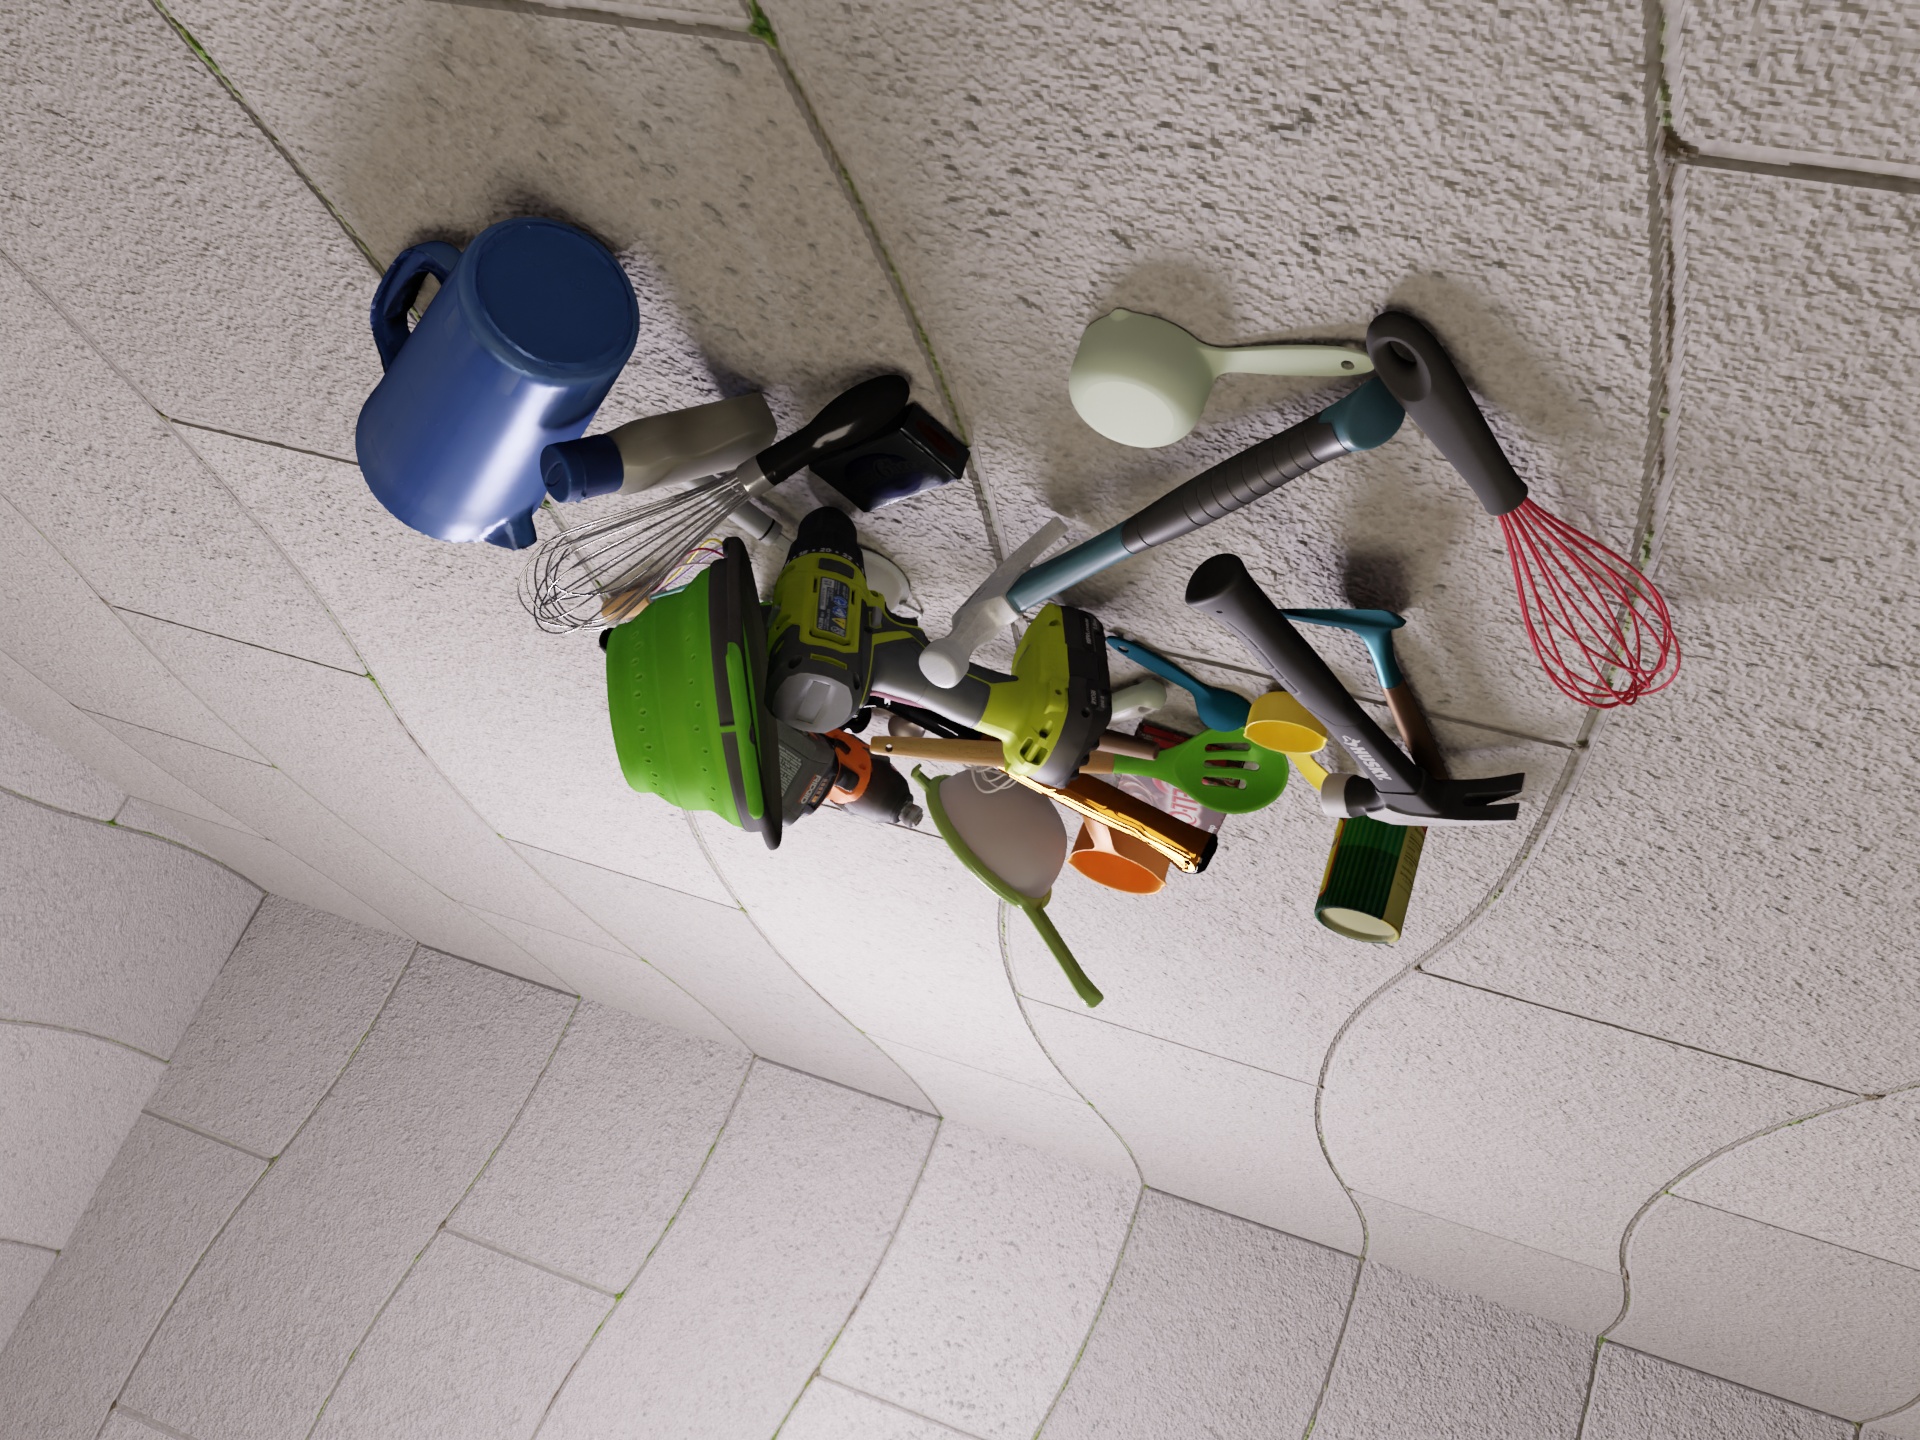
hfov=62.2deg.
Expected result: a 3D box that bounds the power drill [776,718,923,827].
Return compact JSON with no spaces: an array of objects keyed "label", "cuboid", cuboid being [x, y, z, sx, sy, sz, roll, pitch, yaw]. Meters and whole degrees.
[{"label":"power drill","cuboid":[-0.123,0.038,1.342,0.164,0.084,0.226,33,-175,15]}]

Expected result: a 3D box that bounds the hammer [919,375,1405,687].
[{"label":"hammer","cuboid":[0.110,-0.111,0.914,0.331,0.128,0.033,-24,112,47]}]

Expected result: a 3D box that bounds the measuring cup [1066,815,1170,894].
[{"label":"measuring cup","cuboid":[0.135,0.093,1.390,0.095,0.052,0.173,11,153,24]}]

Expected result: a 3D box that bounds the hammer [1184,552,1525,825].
[{"label":"hammer","cuboid":[0.239,-0.010,1.002,0.146,0.035,0.334,2,155,39]}]

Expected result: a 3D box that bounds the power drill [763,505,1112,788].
[{"label":"power drill","cuboid":[-0.019,-0.054,1.080,0.228,0.191,0.080,17,131,-16]}]

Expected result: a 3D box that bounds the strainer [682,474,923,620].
[{"label":"strainer","cuboid":[-0.133,-0.130,1.157,0.258,0.050,0.087,35,138,-22]}]

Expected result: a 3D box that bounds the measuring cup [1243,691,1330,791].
[{"label":"measuring cup","cuboid":[0.256,0.019,1.167,0.062,0.029,0.156,2,158,32]}]

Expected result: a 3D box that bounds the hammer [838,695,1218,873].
[{"label":"hammer","cuboid":[0.046,0.027,1.247,0.337,0.034,0.127,26,145,13]}]

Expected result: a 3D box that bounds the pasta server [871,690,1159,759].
[{"label":"pasta server","cuboid":[-0.002,-0.004,1.185,0.316,0.060,0.040,13,114,25]}]

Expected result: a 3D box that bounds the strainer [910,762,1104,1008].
[{"label":"strainer","cuboid":[0.068,0.125,1.358,0.151,0.069,0.257,23,-153,-52]}]

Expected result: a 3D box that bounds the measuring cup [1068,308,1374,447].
[{"label":"measuring cup","cuboid":[0.132,-0.174,0.829,0.168,0.038,0.083,7,153,34]}]

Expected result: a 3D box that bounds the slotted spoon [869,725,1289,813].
[{"label":"slotted spoon","cuboid":[0.089,0.028,1.194,0.313,0.070,0.031,4,-166,-4]}]

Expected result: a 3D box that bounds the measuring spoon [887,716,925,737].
[{"label":"measuring spoon","cuboid":[-0.024,0.005,1.377,0.034,0.018,0.124,34,153,-27]}]

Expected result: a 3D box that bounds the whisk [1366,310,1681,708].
[{"label":"whisk","cuboid":[0.293,-0.102,0.830,0.073,0.073,0.295,-8,137,49]}]

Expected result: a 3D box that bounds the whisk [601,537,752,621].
[{"label":"whisk","cuboid":[-0.238,-0.109,1.299,0.245,0.051,0.047,-7,119,55]}]

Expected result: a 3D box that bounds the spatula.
[{"label":"spatula","cuboid":[0.288,-0.005,1.057,0.082,0.044,0.317,3,151,33]}]

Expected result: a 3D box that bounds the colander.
[{"label":"colander","cuboid":[-0.180,-0.032,1.109,0.094,0.204,0.397,-7,-166,-2]}]

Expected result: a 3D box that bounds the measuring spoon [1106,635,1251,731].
[{"label":"measuring spoon","cuboid":[0.156,-0.024,1.154,0.128,0.021,0.042,29,156,-19]}]

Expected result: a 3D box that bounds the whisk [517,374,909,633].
[{"label":"whisk","cuboid":[-0.152,-0.134,0.983,0.284,0.070,0.070,-29,137,13]}]

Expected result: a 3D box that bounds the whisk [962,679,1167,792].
[{"label":"whisk","cuboid":[0.079,0.010,1.265,0.057,0.059,0.246,13,159,-31]}]
